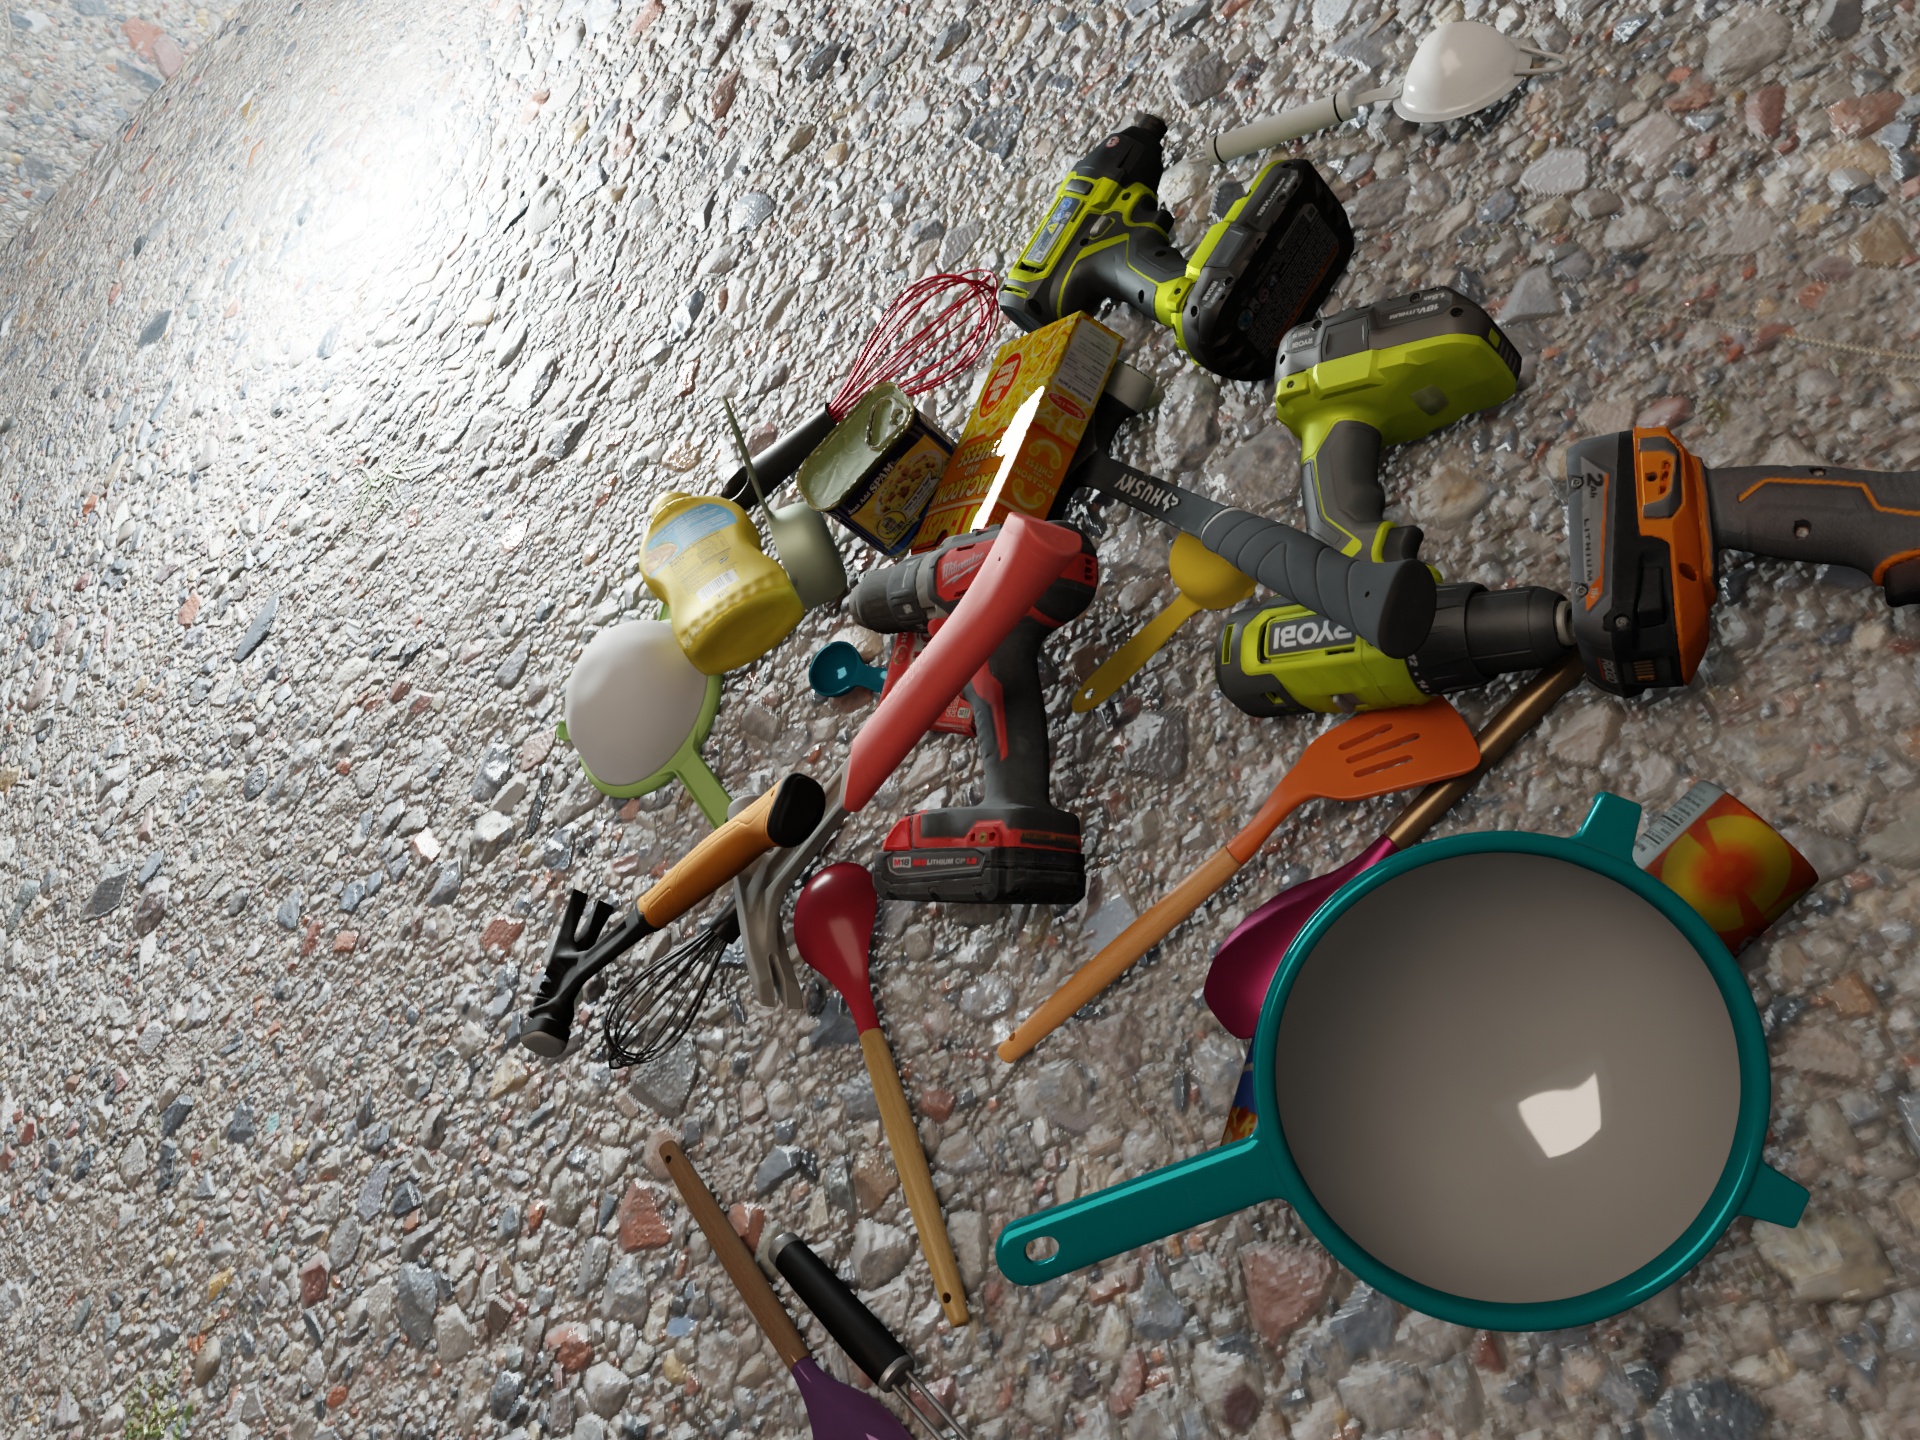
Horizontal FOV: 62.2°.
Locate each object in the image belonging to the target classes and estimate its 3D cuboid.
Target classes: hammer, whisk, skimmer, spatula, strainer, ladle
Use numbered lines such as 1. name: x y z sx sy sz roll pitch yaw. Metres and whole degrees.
1. hammer: 0.136 -0.108 0.893 0.149 0.036 0.409 -59 26 8
2. hammer: -0.188 0.112 1.037 0.337 0.034 0.127 -36 32 42
3. whisk: -0.160 0.145 1.082 0.239 0.055 0.055 -49 48 1
4. skimmer: -0.004 0.361 0.820 0.127 0.090 0.364 -34 40 -23
5. spatula: 0.141 0.095 0.882 0.322 0.041 0.081 -44 28 19
6. hammer: -0.041 0.018 0.917 0.359 0.036 0.149 -49 43 38
7. strainer: 0.178 0.177 0.721 0.340 0.095 0.211 -23 86 8
8. ladle: -0.048 0.215 0.971 0.069 0.031 0.316 -35 53 18
9. spatula: -0.105 0.361 0.945 0.060 0.018 0.316 -51 49 4
10. strainer: -0.232 0.007 1.186 0.151 0.069 0.257 -50 46 6
11. strainer: 0.258 -0.405 1.038 0.258 0.050 0.087 -6 49 39
12. whisk: -0.081 -0.244 1.209 0.296 0.073 0.073 -33 51 29

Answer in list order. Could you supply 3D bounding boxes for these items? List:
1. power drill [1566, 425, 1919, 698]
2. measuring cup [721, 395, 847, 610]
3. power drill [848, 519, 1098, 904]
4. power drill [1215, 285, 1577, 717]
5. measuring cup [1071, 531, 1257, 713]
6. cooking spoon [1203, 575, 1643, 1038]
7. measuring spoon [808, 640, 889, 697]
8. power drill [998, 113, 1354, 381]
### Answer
1. power drill: 0.401 -0.070 0.723 0.226 0.084 0.164 -5 65 26
2. measuring cup: -0.123 -0.159 1.133 0.038 0.167 0.083 -21 26 1
3. power drill: -0.002 -0.003 0.968 0.188 0.080 0.227 -6 79 45
4. power drill: 0.243 -0.115 0.872 0.190 0.080 0.229 -7 65 41
5. measuring cup: 0.120 -0.064 0.977 0.156 0.029 0.062 -45 48 9
6. cooking spoon: 0.245 0.045 0.834 0.319 0.017 0.069 -47 45 8
7. measuring spoon: -0.049 -0.024 1.102 0.129 0.021 0.042 15 77 32
8. power drill: 0.141 -0.321 1.061 0.223 0.080 0.171 33 91 46
